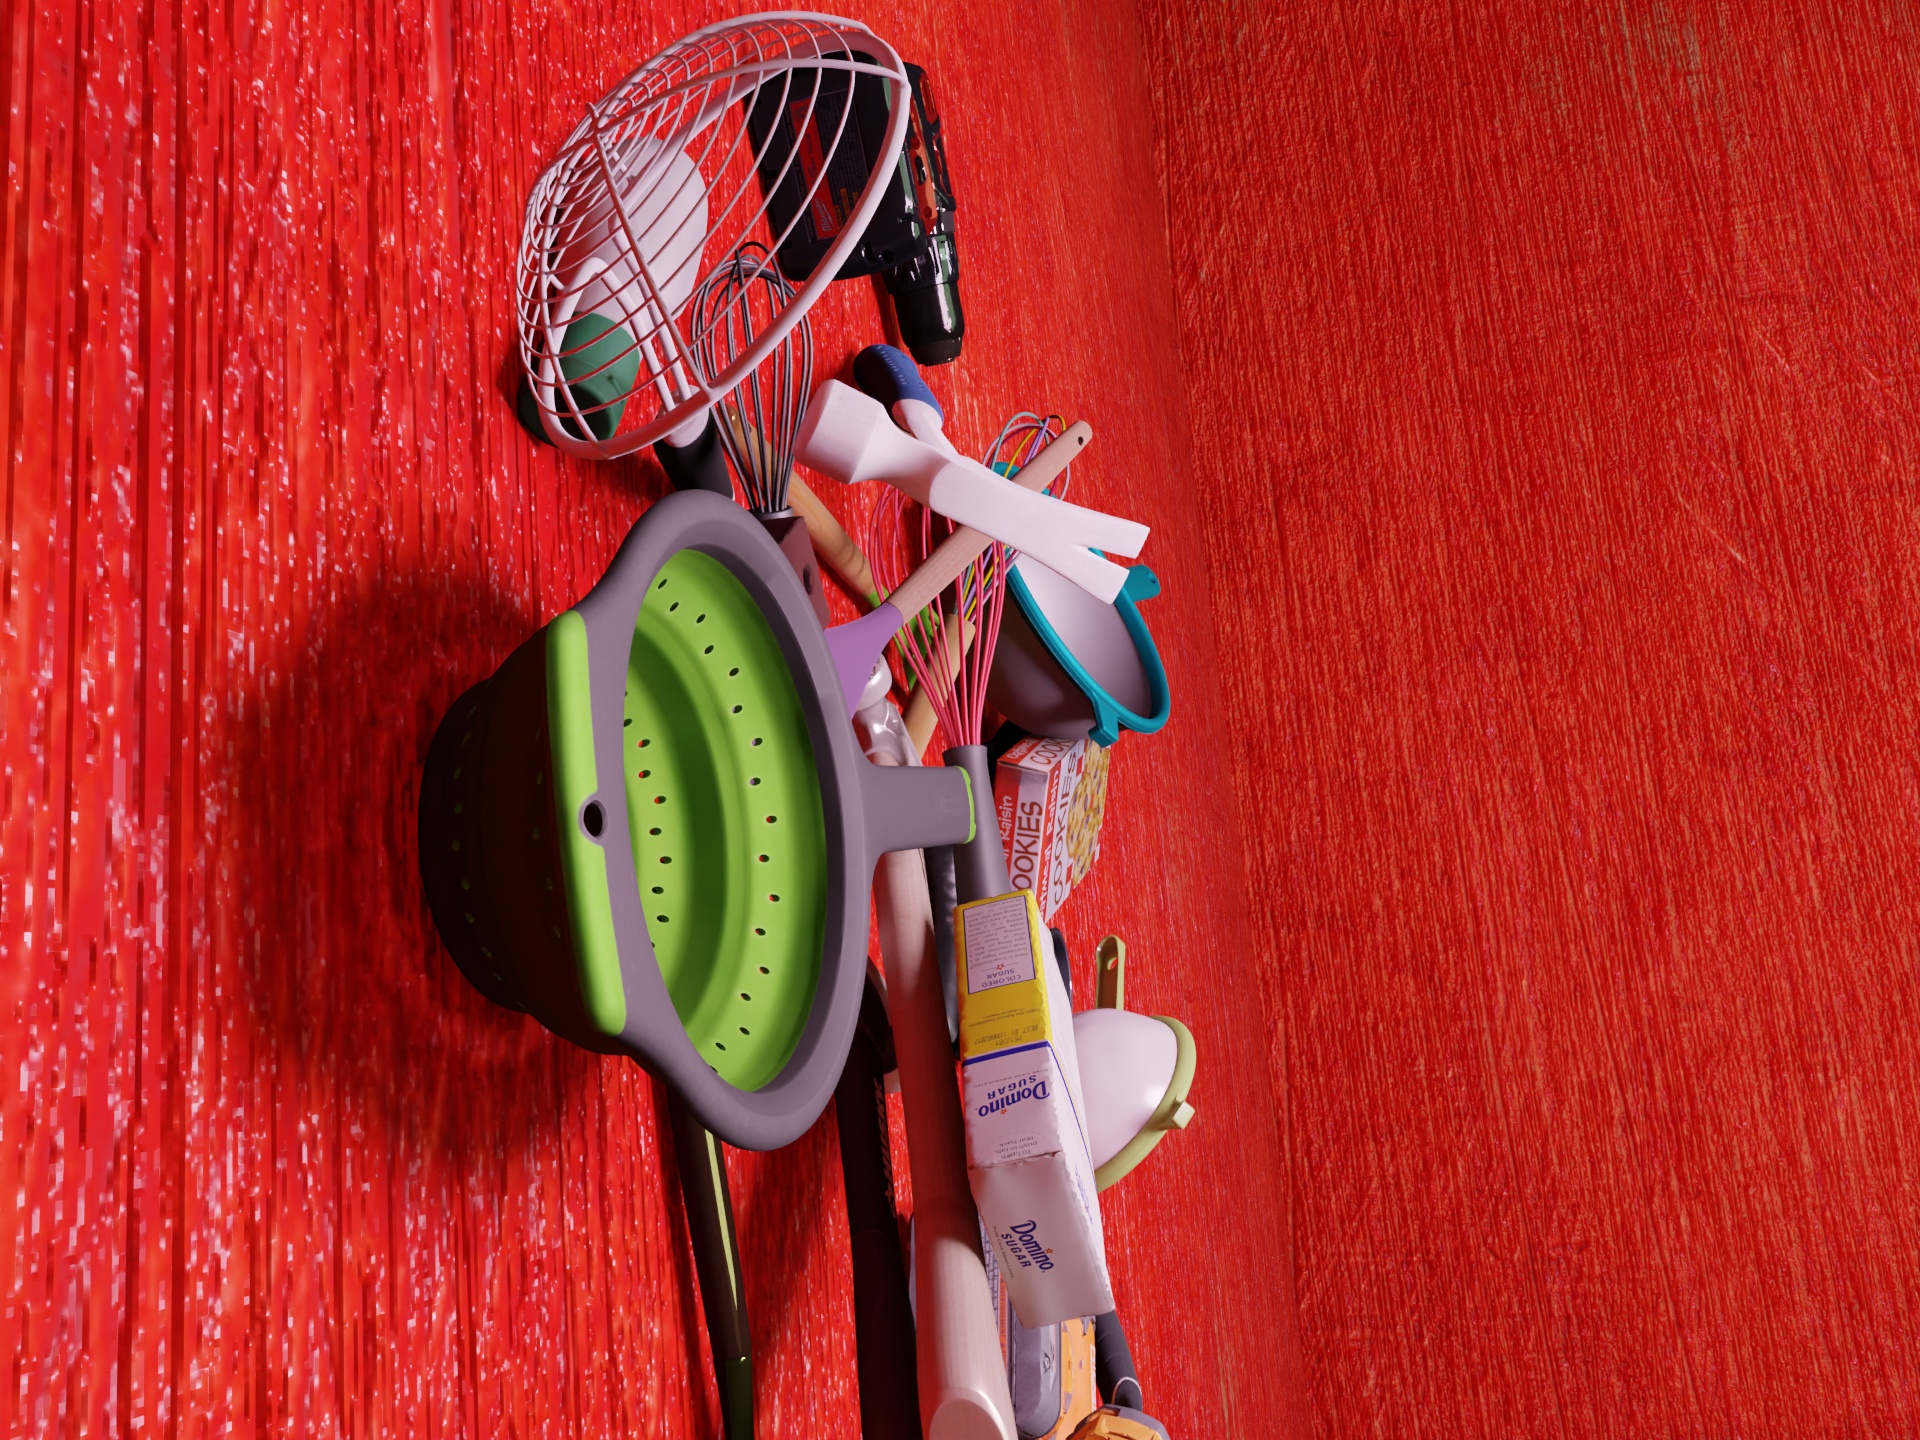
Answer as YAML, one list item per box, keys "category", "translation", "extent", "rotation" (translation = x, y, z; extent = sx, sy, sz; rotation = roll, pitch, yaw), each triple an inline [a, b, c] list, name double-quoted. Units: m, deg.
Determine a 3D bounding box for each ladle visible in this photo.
- category: "ladle"
  translation: [-0.078, 0.209, 0.596]
  extent: [0.078, 0.062, 0.320]
  rotation: [7, 73, -79]

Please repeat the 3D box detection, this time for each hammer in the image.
- category: "hammer"
  translation: [-0.015, -0.144, 0.781]
  extent: [0.035, 0.144, 0.406]
  rotation: [-63, -166, 14]
- category: "hammer"
  translation: [-0.034, 0.227, 0.649]
  extent: [0.335, 0.035, 0.146]
  rotation: [-102, 171, -47]
- category: "hammer"
  translation: [-0.015, 0.146, 0.730]
  extent: [0.411, 0.038, 0.146]
  rotation: [-101, 172, -48]
- category: "hammer"
  translation: [0.103, 0.425, 0.948]
  extent: [0.409, 0.036, 0.149]
  rotation: [-122, -140, -80]

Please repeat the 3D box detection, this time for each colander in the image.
- category: "colander"
  translation: [-0.083, 0.038, 0.588]
  extent: [0.397, 0.094, 0.204]
  rotation: [9, 74, -74]

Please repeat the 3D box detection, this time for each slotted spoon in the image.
- category: "slotted spoon"
  translation: [-0.061, -0.084, 0.871]
  extent: [0.313, 0.031, 0.070]
  rotation: [49, 40, -61]

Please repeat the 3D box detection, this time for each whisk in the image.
- category: "whisk"
  translation: [-0.001, -0.003, 0.830]
  extent: [0.073, 0.073, 0.296]
  rotation: [36, 44, -69]
- category: "whisk"
  translation: [0.050, -0.002, 1.184]
  extent: [0.285, 0.070, 0.070]
  rotation: [-49, 129, -65]
- category: "whisk"
  translation: [0.009, -0.078, 0.935]
  extent: [0.051, 0.047, 0.245]
  rotation: [44, 64, -55]
- category: "whisk"
  translation: [-0.085, -0.094, 0.725]
  extent: [0.055, 0.055, 0.238]
  rotation: [-57, 144, -68]

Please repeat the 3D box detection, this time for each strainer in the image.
- category: "strainer"
  translation: [0.068, -0.072, 1.139]
  extent: [0.211, 0.095, 0.340]
  rotation: [59, 21, 4]
- category: "strainer"
  translation: [0.083, 0.212, 1.090]
  extent: [0.069, 0.151, 0.256]
  rotation: [45, 24, -16]

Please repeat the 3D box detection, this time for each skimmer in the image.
- category: "skimmer"
  translation: [-0.073, -0.105, 0.523]
  extent: [0.127, 0.090, 0.363]
  rotation: [-61, 180, -8]

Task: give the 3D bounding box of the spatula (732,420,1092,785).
- category: "spatula"
  translation: [-0.018, -0.064, 0.783]
  extent: [0.316, 0.018, 0.059]
  rotation: [-48, 130, -36]

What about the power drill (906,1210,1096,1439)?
- category: "power drill"
  translation: [0.031, 0.337, 0.889]
  extent: [0.226, 0.084, 0.164]
  rotation: [67, 20, -55]

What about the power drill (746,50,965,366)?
- category: "power drill"
  translation: [-0.046, -0.303, 0.954]
  extent: [0.227, 0.080, 0.188]
  rotation: [-58, 138, -72]

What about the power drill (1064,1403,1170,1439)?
- category: "power drill"
  translation: [0.043, 0.461, 0.730]
  extent: [0.185, 0.084, 0.226]
  rotation: [-27, 129, -71]

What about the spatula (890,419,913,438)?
- category: "spatula"
  translation: [-0.002, -0.146, 1.128]
  extent: [0.317, 0.044, 0.082]
  rotation: [39, 46, -62]

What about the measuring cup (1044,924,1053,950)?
- category: "measuring cup"
  translation: [0.038, 0.197, 0.940]
  extent: [0.083, 0.038, 0.168]
  rotation: [74, 14, -63]
